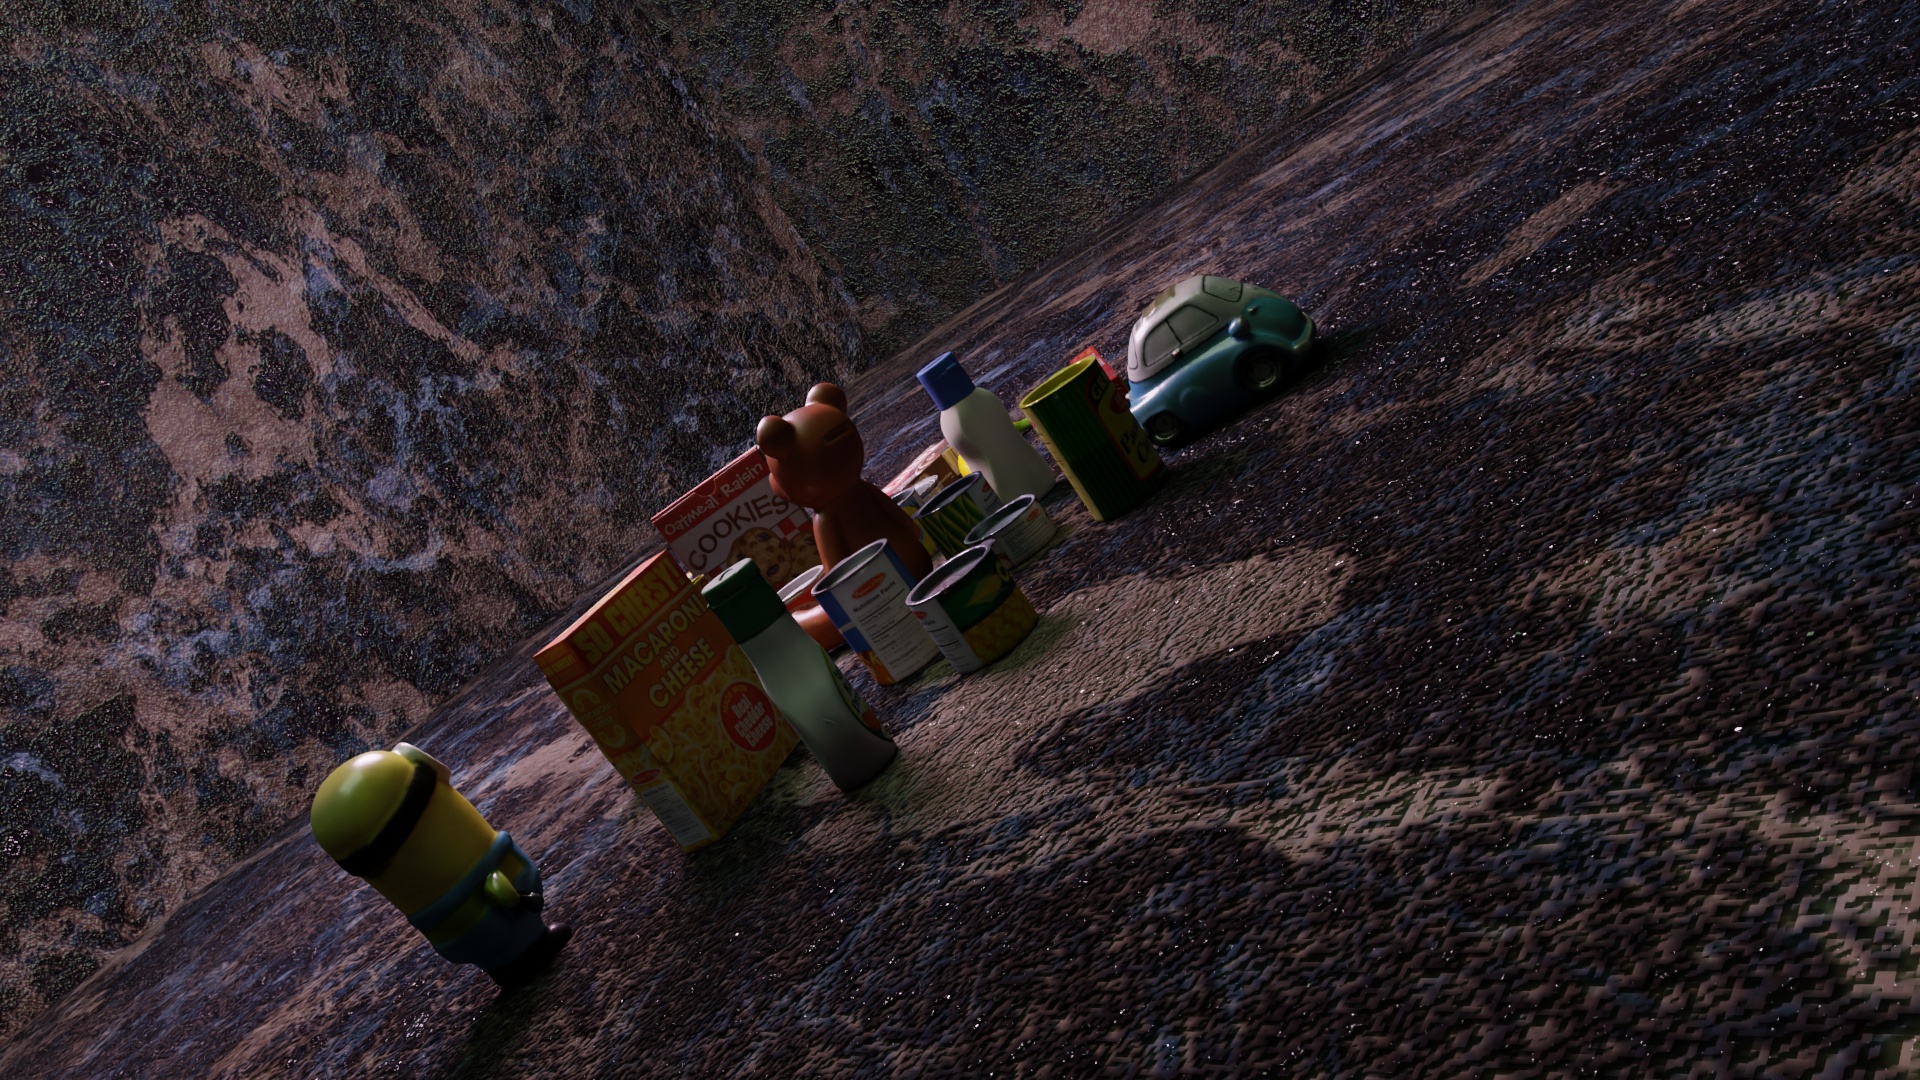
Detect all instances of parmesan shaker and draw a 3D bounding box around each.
[{"bbox_3d":[0.098,-0.074,1.010,0.071,0.103,0.071,-34,11,8],"label":"parmesan shaker"}]

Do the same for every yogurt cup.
[{"bbox_3d":[-0.134,0.062,1.235,0.072,0.054,0.072,-33,11,8],"label":"yogurt cup"}]

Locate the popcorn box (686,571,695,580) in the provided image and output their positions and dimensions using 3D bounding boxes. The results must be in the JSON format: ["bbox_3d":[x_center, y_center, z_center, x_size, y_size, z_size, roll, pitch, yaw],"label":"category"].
[{"bbox_3d":[-0.254,0.054,1.528,0.038,0.085,0.127,-23,17,48],"label":"popcorn box"}]

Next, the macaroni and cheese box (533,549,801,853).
[{"bbox_3d":[-0.193,0.107,0.941,0.040,0.166,0.124,-28,13,34],"label":"macaroni and cheese box"}]

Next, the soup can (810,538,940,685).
[{"bbox_3d":[-0.056,0.051,0.989,0.071,0.083,0.071,-34,11,8],"label":"soup can"}]

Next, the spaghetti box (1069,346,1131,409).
[{"bbox_3d":[0.138,-0.145,1.315,0.028,0.050,0.251,-34,12,7],"label":"spaghetti box"}]

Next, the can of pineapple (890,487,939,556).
[{"bbox_3d":[-0.055,-0.006,1.278,0.071,0.058,0.071,-33,11,8],"label":"can of pineapple"}]

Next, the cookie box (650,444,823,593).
[{"bbox_3d":[-0.198,0.009,1.346,0.123,0.167,0.040,-35,11,-2],"label":"cookie box"}]

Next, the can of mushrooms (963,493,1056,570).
[{"bbox_3d":[0.038,-0.004,1.072,0.071,0.033,0.071,-33,12,8],"label":"can of mushrooms"}]

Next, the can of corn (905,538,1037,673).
[{"bbox_3d":[0.010,0.043,0.900,0.071,0.058,0.071,-33,11,8],"label":"can of corn"}]

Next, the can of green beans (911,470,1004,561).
[{"bbox_3d":[0.006,-0.015,1.145,0.071,0.057,0.071,-33,11,8],"label":"can of green beans"}]

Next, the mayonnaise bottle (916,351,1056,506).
[{"bbox_3d":[0.019,-0.091,1.187,0.065,0.148,0.041,-42,13,-31],"label":"mayonnaise bottle"}]

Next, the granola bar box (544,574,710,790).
[{"bbox_3d":[-0.239,0.118,1.131,0.165,0.124,0.039,-30,12,24],"label":"granola bar box"}]

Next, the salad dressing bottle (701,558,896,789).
[{"bbox_3d":[-0.097,0.079,0.830,0.044,0.147,0.064,-35,11,-1],"label":"salad dressing bottle"}]
